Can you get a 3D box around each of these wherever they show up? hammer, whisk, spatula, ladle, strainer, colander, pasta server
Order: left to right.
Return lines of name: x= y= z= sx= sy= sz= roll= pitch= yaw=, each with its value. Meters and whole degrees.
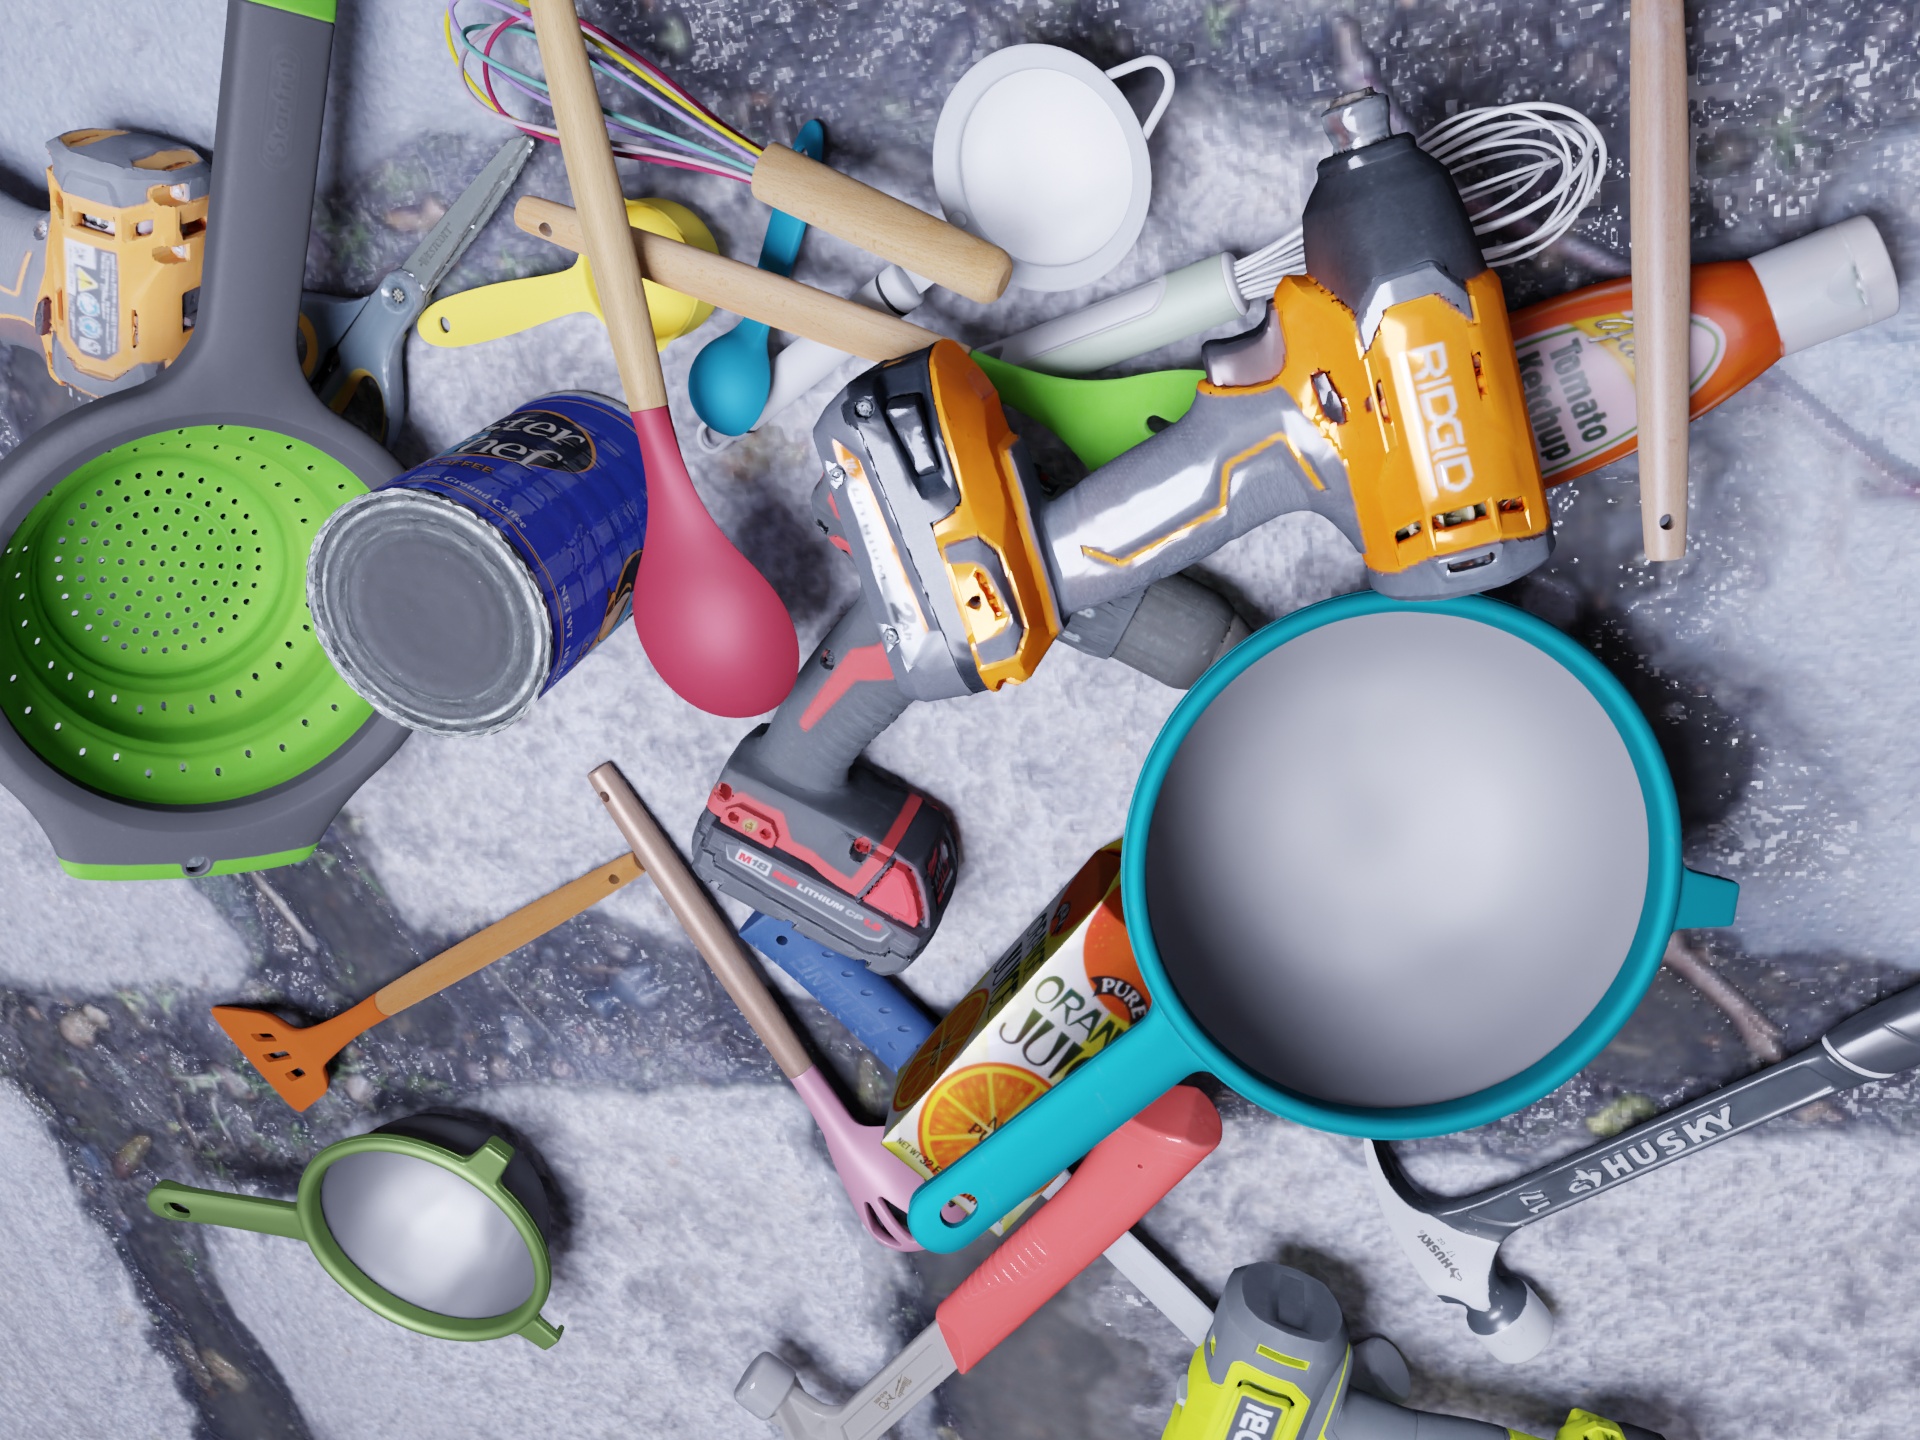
colander: x=-0.316 y=-0.130 z=0.669 sx=0.095 sy=0.204 sz=0.397 roll=31 pitch=114 yaw=43
strainer: x=-0.340 y=0.272 z=0.912 sx=0.256 sy=0.069 sz=0.151 roll=2 pitch=119 yaw=15
spatula: x=-0.290 y=0.138 z=0.860 sx=0.322 sy=0.041 sz=0.081 roll=-28 pitch=105 yaw=22
ladle: x=-0.122 y=-0.144 z=0.598 sx=0.069 sy=0.031 sz=0.315 roll=-5 pitch=109 yaw=19
whisk: x=-0.091 y=-0.212 z=0.595 sx=0.245 sy=0.051 sz=0.047 roll=28 pitch=113 yaw=10
pasta server: x=-0.093 y=0.152 z=0.810 sx=0.060 sy=0.040 sz=0.316 roll=-27 pitch=102 yaw=25
strainer: x=-0.017 y=-0.174 z=0.617 sx=0.258 sy=0.050 sz=0.087 roll=-29 pitch=101 yaw=32
hammer: x=0.022 y=0.301 z=0.803 sx=0.149 sy=0.037 sz=0.359 roll=36 pitch=123 yaw=-2
hammer: x=0.041 y=0.236 z=0.807 sx=0.405 sy=0.035 sz=0.144 roll=46 pitch=118 yaw=-9
strainer: x=0.115 y=0.090 z=0.640 sx=0.340 sy=0.095 sz=0.211 roll=-39 pitch=96 yaw=5
whisk: x=0.108 y=-0.164 z=0.585 sx=0.246 sy=0.058 sz=0.059 roll=-15 pitch=141 yaw=26
spatula: x=0.228 y=-0.209 z=0.513 sx=0.060 sy=0.018 sz=0.316 roll=-2 pitch=103 yaw=15
hammer: x=0.359 y=0.146 z=0.675 sx=0.409 sy=0.036 sz=0.149 roll=-37 pitch=101 yaw=27

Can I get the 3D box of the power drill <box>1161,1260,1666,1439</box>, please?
power drill: x=0.207 y=0.380 z=0.764 sx=0.228 sy=0.080 sz=0.190 roll=17 pitch=110 yaw=8

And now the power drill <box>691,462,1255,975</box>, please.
power drill: x=-0.001 y=-0.002 z=0.680 sx=0.188 sy=0.080 sz=0.226 roll=27 pitch=117 yaw=1

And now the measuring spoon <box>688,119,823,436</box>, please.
measuring spoon: x=-0.083 y=-0.176 z=0.631 sx=0.042 sy=0.021 sz=0.128 roll=37 pitch=115 yaw=39

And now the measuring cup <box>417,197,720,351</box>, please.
measuring cup: x=-0.166 y=-0.180 z=0.669 sx=0.156 sy=0.029 sz=0.062 roll=-3 pitch=111 yaw=30

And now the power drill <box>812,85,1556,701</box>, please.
power drill: x=0.071 y=-0.104 z=0.542 sx=0.226 sy=0.084 sz=0.164 roll=-14 pitch=107 yaw=14

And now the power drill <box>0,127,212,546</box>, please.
power drill: x=-0.442 y=-0.186 z=0.709 sx=0.226 sy=0.084 sz=0.185 roll=17 pitch=121 yaw=2

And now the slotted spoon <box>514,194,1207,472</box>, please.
slotted spoon: x=-0.023 y=-0.141 z=0.606 sx=0.314 sy=0.031 sz=0.070 roll=20 pitch=133 yaw=2
